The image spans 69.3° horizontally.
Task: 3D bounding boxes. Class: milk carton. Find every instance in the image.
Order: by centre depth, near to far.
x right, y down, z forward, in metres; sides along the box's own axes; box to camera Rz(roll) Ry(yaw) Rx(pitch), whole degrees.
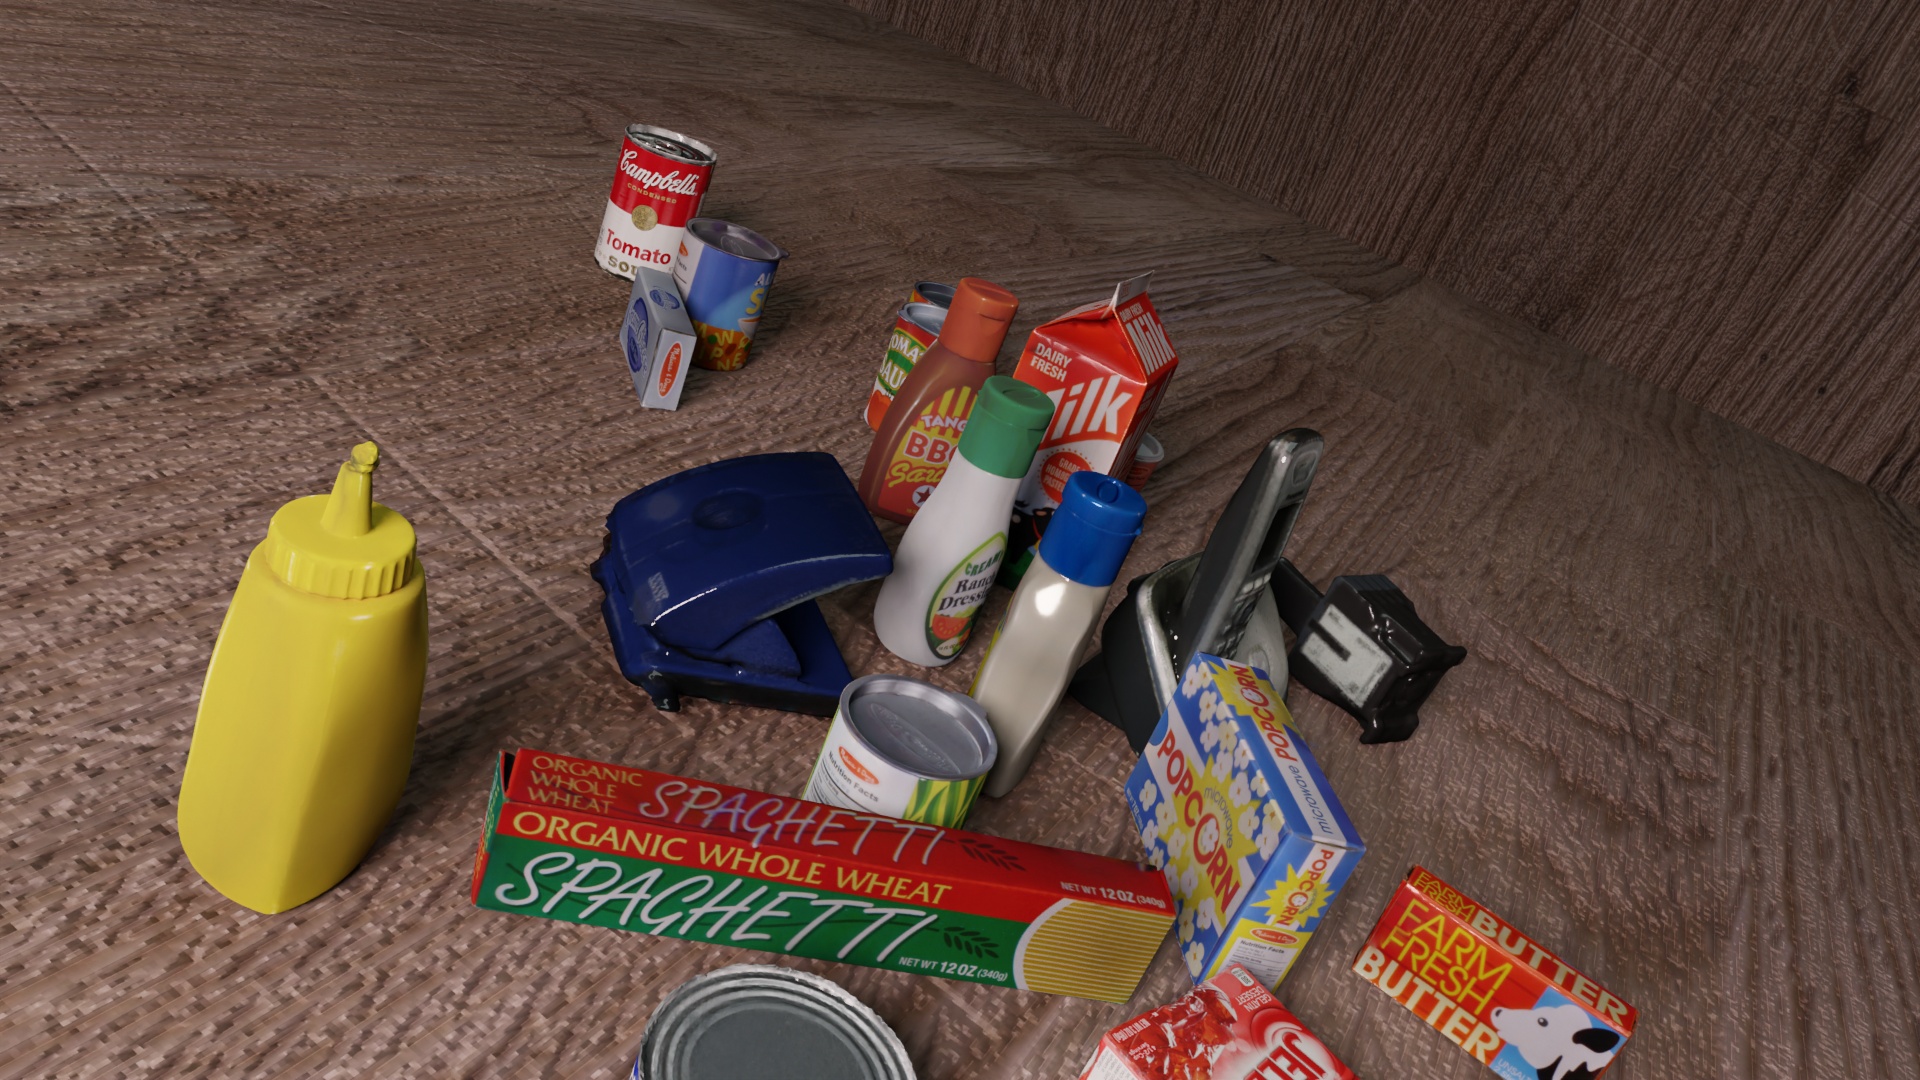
[{"bbox_3d":[0.064,-0.065,0.798,0.073,0.189,0.072,28,25,13],"label":"milk carton"}]

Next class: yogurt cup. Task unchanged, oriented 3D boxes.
[{"bbox_3d":[0.100,-0.052,0.963,0.072,0.053,0.073,18,25,-9],"label":"yogurt cup"}]

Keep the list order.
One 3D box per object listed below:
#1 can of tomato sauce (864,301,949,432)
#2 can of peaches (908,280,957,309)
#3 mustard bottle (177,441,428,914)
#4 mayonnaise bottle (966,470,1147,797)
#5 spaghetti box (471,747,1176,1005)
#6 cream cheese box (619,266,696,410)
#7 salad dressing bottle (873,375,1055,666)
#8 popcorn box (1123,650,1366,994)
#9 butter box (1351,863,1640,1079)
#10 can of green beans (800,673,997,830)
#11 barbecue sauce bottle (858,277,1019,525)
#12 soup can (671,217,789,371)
[{"bbox_3d":[-0.023,-0.110,0.944,0.071,0.082,0.071,19,25,-9],"label":"can of tomato sauce"},{"bbox_3d":[-0.015,-0.162,1.083,0.071,0.057,0.071,18,25,-9],"label":"can of peaches"},{"bbox_3d":[-0.192,0.037,0.418,0.049,0.159,0.065,27,25,9],"label":"mustard bottle"},{"bbox_3d":[0.037,0.040,0.615,0.041,0.147,0.065,25,25,5],"label":"mayonnaise bottle"},{"bbox_3d":[-0.044,0.124,0.498,0.250,0.050,0.029,14,26,-17],"label":"spaghetti box"},{"bbox_3d":[-0.192,-0.128,0.875,0.024,0.053,0.104,9,28,-27],"label":"cream cheese box"},{"bbox_3d":[0.002,-0.009,0.685,0.044,0.147,0.064,36,28,28],"label":"salad dressing bottle"},{"bbox_3d":[0.117,0.119,0.598,0.038,0.085,0.127,15,26,-16],"label":"popcorn box"},{"bbox_3d":[0.222,0.189,0.585,0.103,0.053,0.024,34,27,23],"label":"butter box"},{"bbox_3d":[-0.026,0.096,0.559,0.071,0.057,0.071,18,25,-9],"label":"can of green beans"},{"bbox_3d":[-0.009,-0.080,0.818,0.065,0.148,0.044,11,27,-24],"label":"barbecue sauce bottle"},{"bbox_3d":[-0.161,-0.165,0.938,0.071,0.083,0.071,19,25,-9],"label":"soup can"}]
